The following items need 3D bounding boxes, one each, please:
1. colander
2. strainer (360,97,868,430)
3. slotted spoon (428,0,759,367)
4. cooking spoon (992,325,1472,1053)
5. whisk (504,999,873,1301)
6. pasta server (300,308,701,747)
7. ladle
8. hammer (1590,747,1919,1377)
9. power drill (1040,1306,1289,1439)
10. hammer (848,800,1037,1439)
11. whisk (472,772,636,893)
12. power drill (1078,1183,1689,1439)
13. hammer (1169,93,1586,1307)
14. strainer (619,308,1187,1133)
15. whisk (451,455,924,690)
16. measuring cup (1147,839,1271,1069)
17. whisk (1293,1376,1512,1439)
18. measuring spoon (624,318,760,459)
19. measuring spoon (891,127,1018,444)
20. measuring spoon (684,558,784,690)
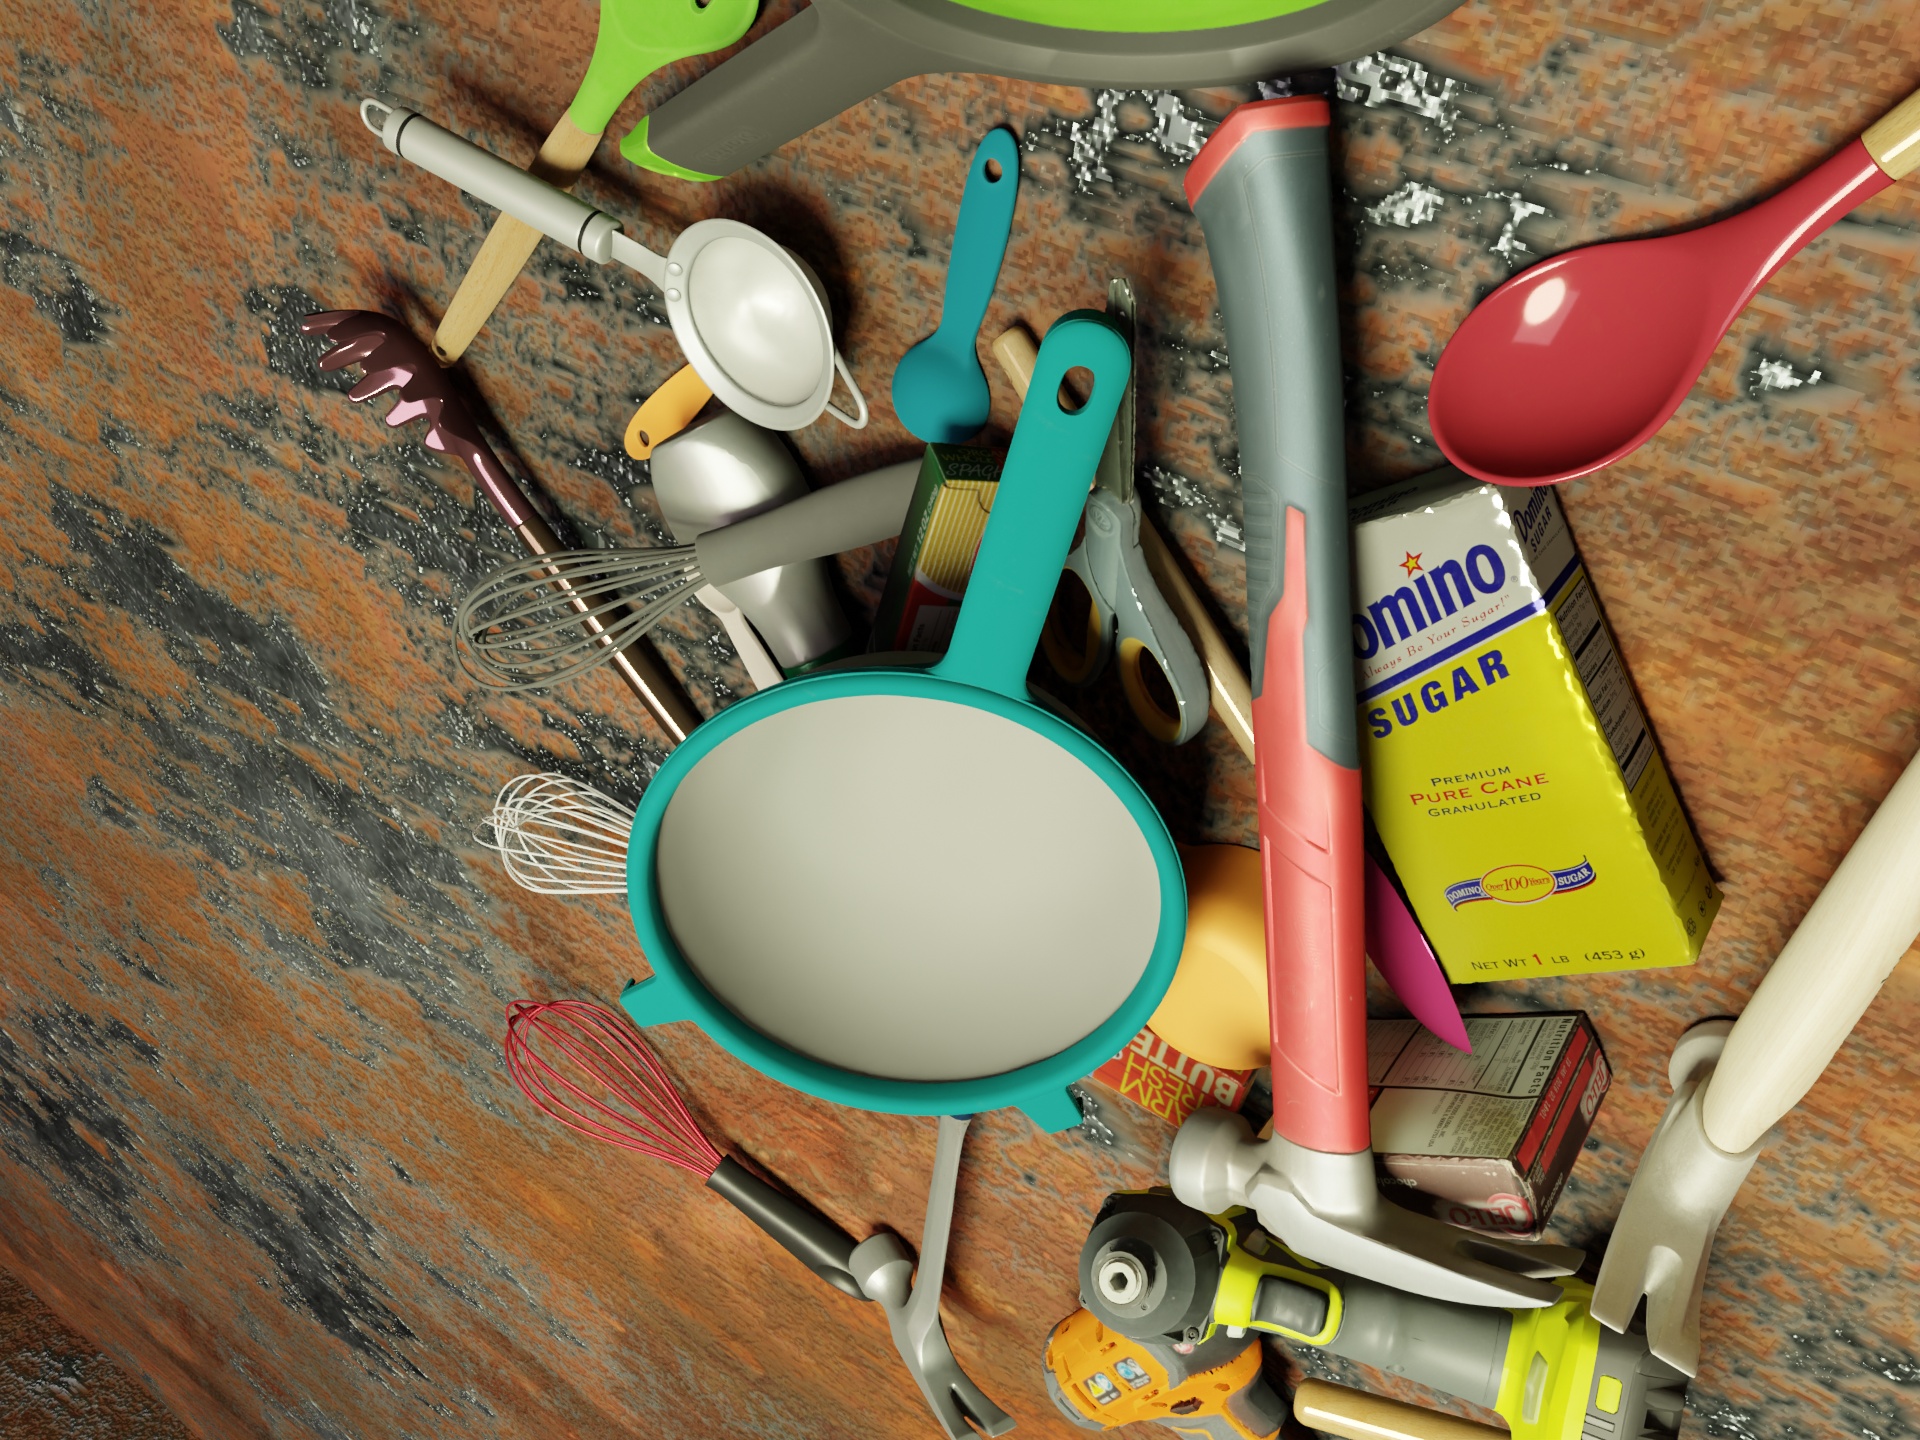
[{"bbox_3d":[-0.005,-0.249,0.469,0.397,0.204,0.094,3,88,55],"label":"colander"},{"bbox_3d":[-0.135,-0.190,0.632,0.258,0.050,0.086,30,140,9],"label":"strainer"},{"bbox_3d":[-0.166,-0.233,0.655,0.070,0.031,0.313,40,140,-14],"label":"slotted spoon"},{"bbox_3d":[0.102,-0.009,0.595,0.319,0.017,0.069,58,177,-3],"label":"cooking spoon"},{"bbox_3d":[-0.168,0.268,0.992,0.296,0.073,0.073,36,135,4],"label":"whisk"},{"bbox_3d":[-0.202,-0.071,0.779,0.316,0.040,0.060,55,157,-14],"label":"pasta server"},{"bbox_3d":[0.246,-0.155,0.384,0.315,0.031,0.069,-38,59,43],"label":"ladle"},{"bbox_3d":[0.271,0.004,0.413,0.038,0.146,0.410,28,128,21],"label":"hammer"},{"bbox_3d":[0.160,0.361,0.781,0.226,0.084,0.164,45,135,8],"label":"power drill"},{"bbox_3d":[0.000,0.203,0.800,0.144,0.035,0.405,49,142,44],"label":"hammer"},{"bbox_3d":[-0.141,0.079,0.841,0.285,0.070,0.070,11,125,26],"label":"whisk"},{"bbox_3d":[0.161,0.242,0.632,0.223,0.080,0.171,11,171,22],"label":"power drill"},{"bbox_3d":[0.124,0.005,0.508,0.143,0.038,0.386,8,111,39],"label":"hammer"},{"bbox_3d":[-0.001,-0.002,0.596,0.211,0.095,0.340,16,121,-4],"label":"strainer"},{"bbox_3d":[-0.101,-0.063,0.649,0.239,0.055,0.055,-17,111,13],"label":"whisk"},{"bbox_3d":[0.078,0.073,0.660,0.173,0.052,0.095,42,136,4],"label":"measuring cup"},{"bbox_3d":[0.264,0.321,0.672,0.245,0.047,0.051,7,109,23],"label":"whisk"},{"bbox_3d":[-0.118,-0.143,0.696,0.117,0.011,0.021,-27,97,49],"label":"measuring spoon"},{"bbox_3d":[-0.003,-0.154,0.585,0.042,0.021,0.128,32,135,16],"label":"measuring spoon"},{"bbox_3d":[-0.091,-0.031,0.752,0.034,0.018,0.124,-1,126,45],"label":"measuring spoon"}]
